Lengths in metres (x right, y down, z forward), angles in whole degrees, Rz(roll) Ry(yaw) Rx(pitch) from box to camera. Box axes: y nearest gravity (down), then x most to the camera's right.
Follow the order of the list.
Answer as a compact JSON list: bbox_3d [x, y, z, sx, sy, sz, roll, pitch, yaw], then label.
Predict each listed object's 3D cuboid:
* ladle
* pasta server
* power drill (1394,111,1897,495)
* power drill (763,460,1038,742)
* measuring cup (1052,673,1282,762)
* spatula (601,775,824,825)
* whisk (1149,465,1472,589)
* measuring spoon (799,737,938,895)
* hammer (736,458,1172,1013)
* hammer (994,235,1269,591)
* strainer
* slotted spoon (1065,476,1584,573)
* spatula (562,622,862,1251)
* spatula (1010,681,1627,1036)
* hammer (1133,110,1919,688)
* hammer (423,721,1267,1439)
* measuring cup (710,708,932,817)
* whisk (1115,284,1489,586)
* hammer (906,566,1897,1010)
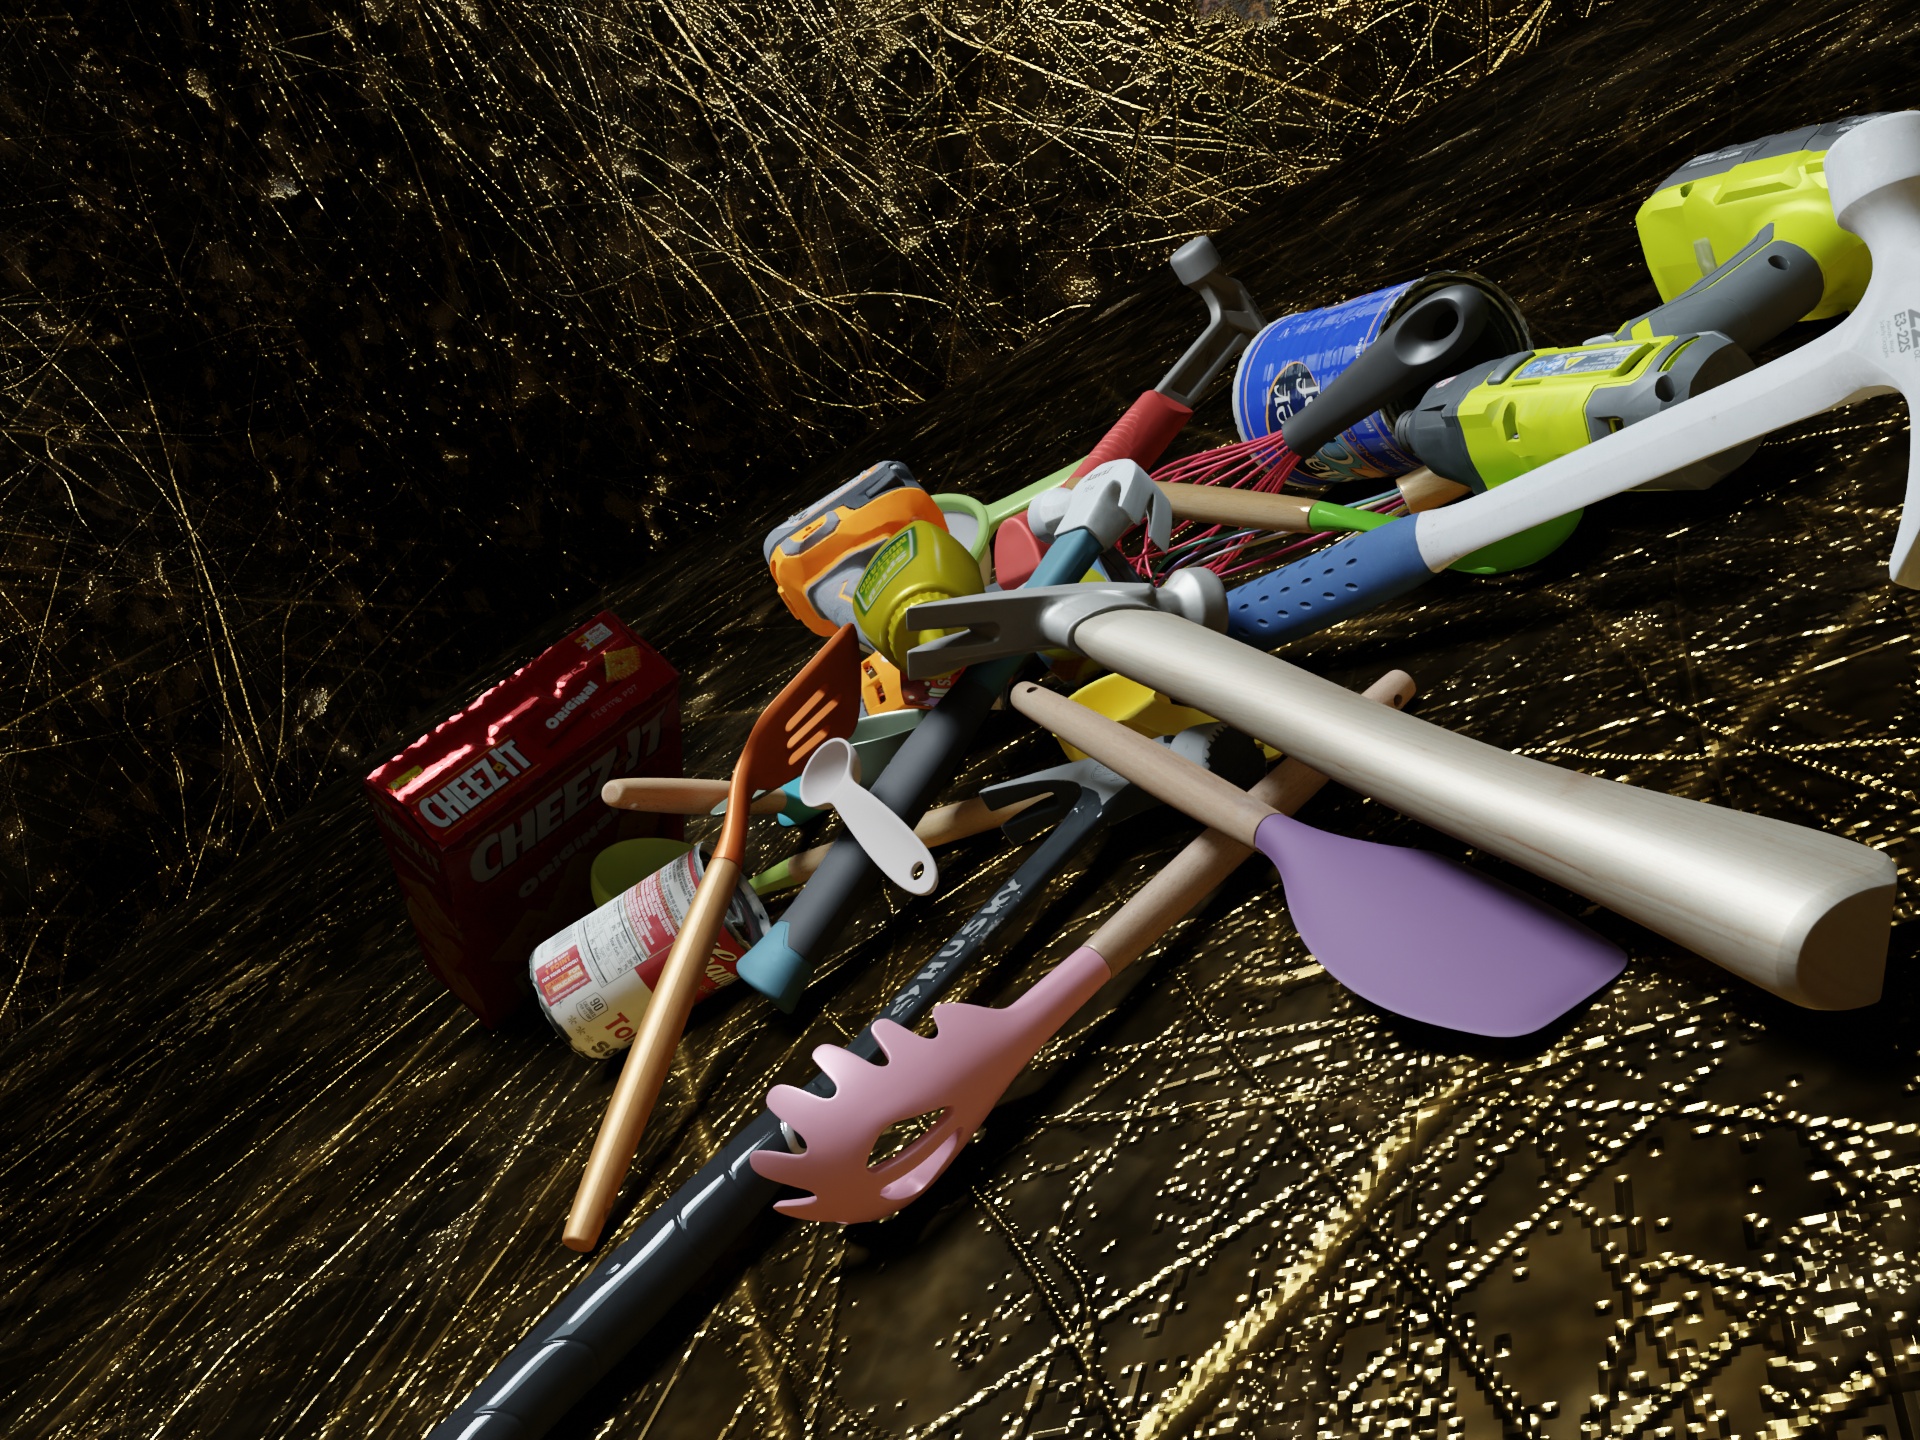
[{"bbox_3d":[-0.069,0.060,0.819,0.320,0.062,0.078,-19,7,34],"label":"ladle"},{"bbox_3d":[0.060,0.067,0.564,0.316,0.060,0.040,-37,32,-28],"label":"pasta server"},{"bbox_3d":[0.316,-0.178,0.716,0.223,0.080,0.171,-38,22,-20],"label":"power drill"},{"bbox_3d":[-0.027,-0.082,1.027,0.164,0.084,0.227,-33,38,-2],"label":"power drill"},{"bbox_3d":[0.096,0.010,0.709,0.062,0.029,0.157,-34,23,-18],"label":"measuring cup"},{"bbox_3d":[-0.120,0.035,0.886,0.082,0.044,0.317,-27,-11,13],"label":"spatula"},{"bbox_3d":[0.204,-0.106,0.811,0.245,0.051,0.047,-25,11,15],"label":"whisk"},{"bbox_3d":[-0.036,0.045,0.688,0.034,0.018,0.124,-55,37,5],"label":"measuring spoon"},{"bbox_3d":[-0.001,-0.002,0.761,0.331,0.033,0.128,-55,20,-22],"label":"hammer"},{"bbox_3d":[0.125,-0.180,1.031,0.037,0.149,0.359,-19,24,44],"label":"hammer"},{"bbox_3d":[0.014,-0.118,1.166,0.256,0.069,0.152,-27,35,8],"label":"strainer"},{"bbox_3d":[0.157,-0.101,0.776,0.070,0.031,0.314,-15,20,-34],"label":"slotted spoon"},{"bbox_3d":[-0.105,0.087,0.716,0.041,0.081,0.323,10,48,7],"label":"spatula"},{"bbox_3d":[0.090,0.032,0.546,0.060,0.018,0.316,-28,26,-15],"label":"spatula"},{"bbox_3d":[0.195,-0.069,0.630,0.035,0.144,0.405,5,-16,-31],"label":"hammer"},{"bbox_3d":[-0.051,0.133,0.582,0.409,0.036,0.149,-42,16,-31],"label":"hammer"},{"bbox_3d":[-0.072,0.035,0.859,0.083,0.038,0.167,-4,16,38],"label":"measuring cup"},{"bbox_3d":[0.166,-0.140,0.837,0.073,0.073,0.296,-43,4,-35],"label":"whisk"},{"bbox_3d":[0.111,0.003,0.526,0.146,0.038,0.411,-8,16,-19],"label":"hammer"}]
